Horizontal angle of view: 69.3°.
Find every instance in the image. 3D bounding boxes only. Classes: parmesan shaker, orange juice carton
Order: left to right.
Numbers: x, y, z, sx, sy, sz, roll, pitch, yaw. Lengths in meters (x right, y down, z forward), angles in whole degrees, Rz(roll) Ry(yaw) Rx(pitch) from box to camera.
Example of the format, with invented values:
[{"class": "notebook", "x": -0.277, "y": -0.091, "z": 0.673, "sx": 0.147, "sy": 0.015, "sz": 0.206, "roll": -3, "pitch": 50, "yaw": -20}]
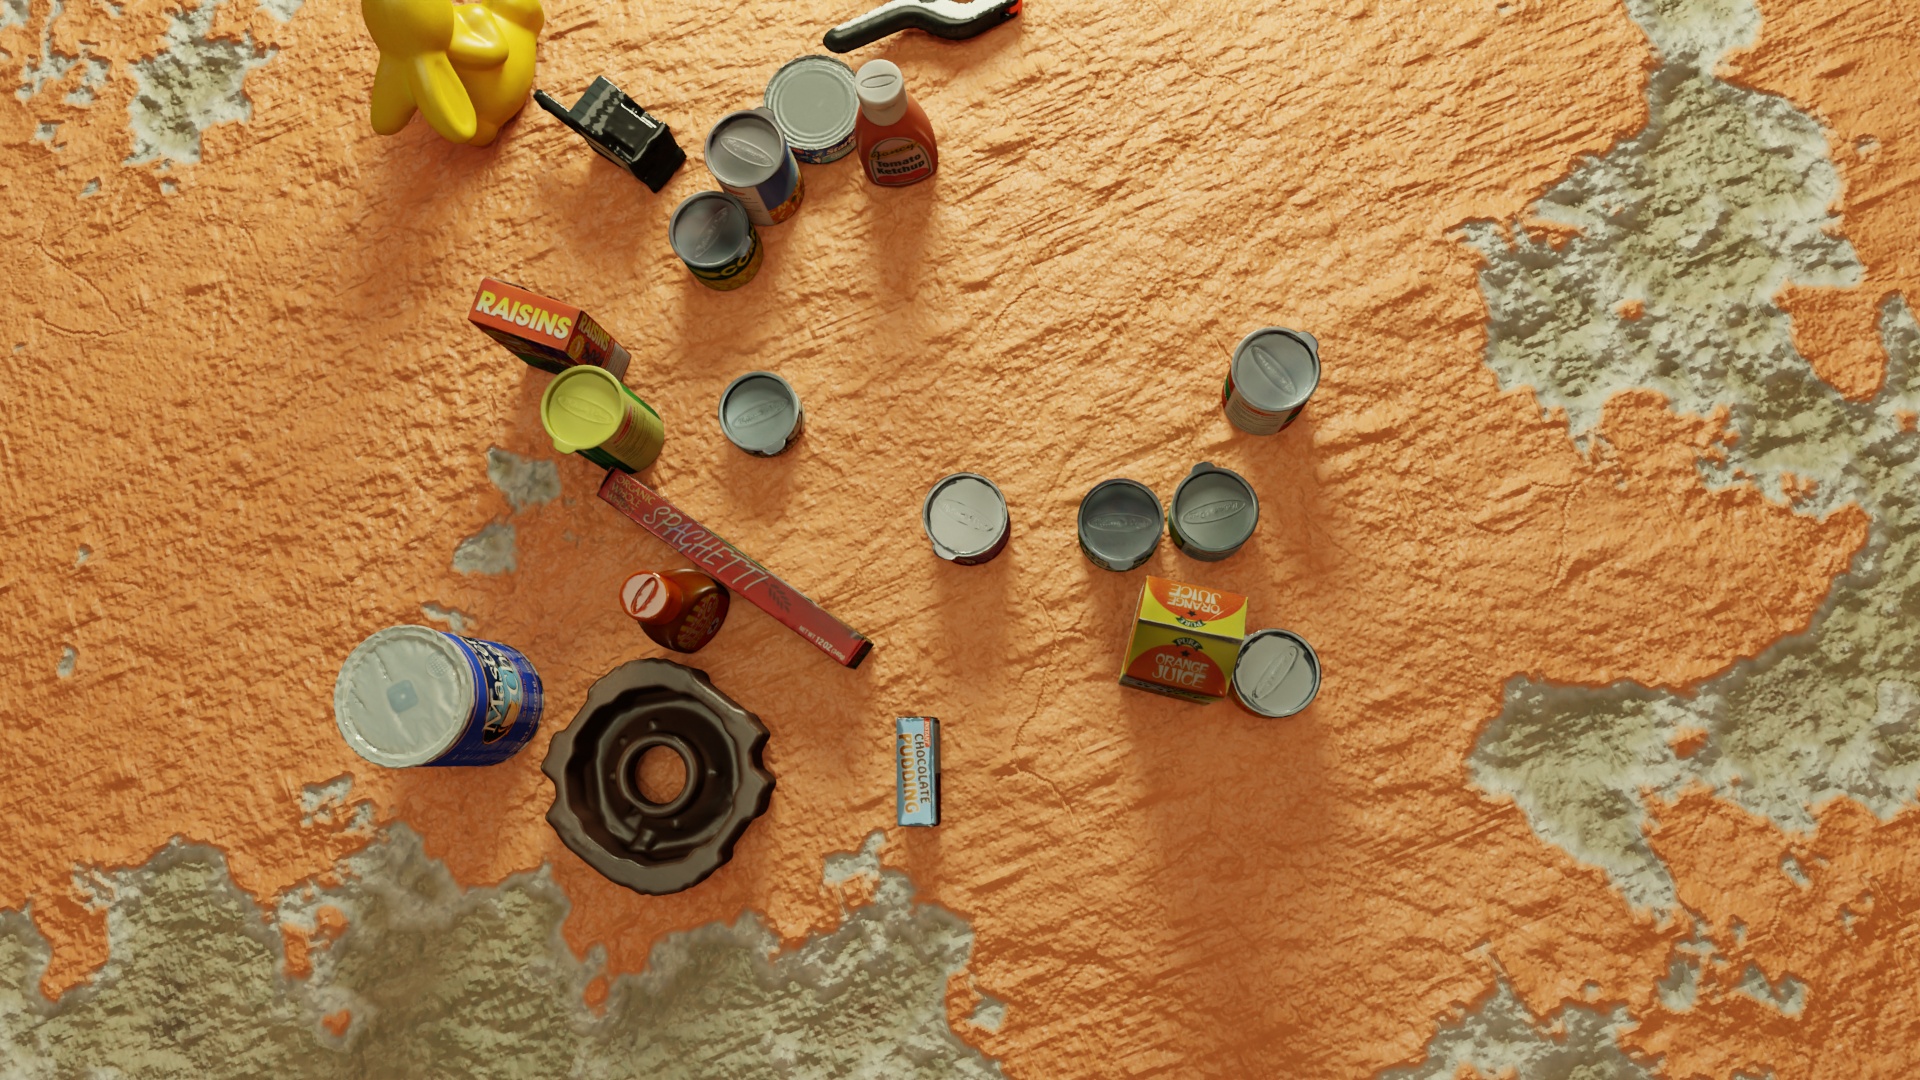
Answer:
[{"class": "parmesan shaker", "x": -0.284, "y": -0.091, "z": 1.104, "sx": 0.071, "sy": 0.103, "sz": 0.071, "roll": -1, "pitch": 81, "yaw": 5}, {"class": "orange juice carton", "x": 0.158, "y": 0.072, "z": 0.996, "sx": 0.072, "sy": 0.192, "sz": 0.073, "roll": 13, "pitch": 82, "yaw": 7}]

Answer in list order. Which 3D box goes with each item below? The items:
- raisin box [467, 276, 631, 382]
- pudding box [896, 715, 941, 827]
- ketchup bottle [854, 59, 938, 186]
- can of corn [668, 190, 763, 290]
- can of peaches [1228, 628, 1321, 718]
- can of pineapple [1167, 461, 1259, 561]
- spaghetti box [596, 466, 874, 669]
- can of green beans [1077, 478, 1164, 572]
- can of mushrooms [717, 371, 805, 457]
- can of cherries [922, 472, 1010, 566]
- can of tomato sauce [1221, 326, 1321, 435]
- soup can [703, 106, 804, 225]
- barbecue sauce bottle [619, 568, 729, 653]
[{"class": "raisin box", "x": -0.325, "y": -0.162, "z": 1.109, "sx": 0.086, "sy": 0.123, "sz": 0.040, "roll": 19, "pitch": 83, "yaw": 7}, {"class": "pudding box", "x": -0.032, "y": 0.177, "z": 1.066, "sx": 0.030, "sy": 0.049, "sz": 0.084, "roll": -2, "pitch": 80, "yaw": 4}, {"class": "ketchup bottle", "x": -0.055, "y": -0.330, "z": 1.103, "sx": 0.065, "sy": 0.148, "sz": 0.043, "roll": -10, "pitch": 80, "yaw": 3}, {"class": "can of corn", "x": -0.198, "y": -0.245, "z": 1.146, "sx": 0.071, "sy": 0.058, "sz": 0.071, "roll": -1, "pitch": 81, "yaw": 5}, {"class": "can of peaches", "x": 0.234, "y": 0.100, "z": 1.053, "sx": 0.071, "sy": 0.058, "sz": 0.071, "roll": -1, "pitch": 81, "yaw": 5}, {"class": "can of pineapple", "x": 0.195, "y": -0.021, "z": 1.077, "sx": 0.071, "sy": 0.058, "sz": 0.071, "roll": -1, "pitch": 81, "yaw": 5}, {"class": "spaghetti box", "x": -0.180, "y": 0.022, "z": 1.104, "sx": 0.250, "sy": 0.050, "sz": 0.029, "roll": 33, "pitch": 85, "yaw": 9}, {"class": "can of green beans", "x": 0.124, "y": -0.011, "z": 1.081, "sx": 0.071, "sy": 0.057, "sz": 0.071, "roll": -1, "pitch": 81, "yaw": 5}, {"class": "can of mushrooms", "x": -0.160, "y": -0.100, "z": 1.131, "sx": 0.071, "sy": 0.033, "sz": 0.071, "roll": -1, "pitch": 80, "yaw": 4}, {"class": "can of cherries", "x": 0.004, "y": -0.014, "z": 1.091, "sx": 0.071, "sy": 0.058, "sz": 0.071, "roll": -1, "pitch": 81, "yaw": 5}, {"class": "can of tomato sauce", "x": 0.240, "y": -0.124, "z": 1.078, "sx": 0.071, "sy": 0.083, "sz": 0.071, "roll": -1, "pitch": 81, "yaw": 5}, {"class": "soup can", "x": -0.166, "y": -0.307, "z": 1.141, "sx": 0.071, "sy": 0.083, "sz": 0.071, "roll": -1, "pitch": 81, "yaw": 5}, {"class": "barbecue sauce bottle", "x": -0.218, "y": 0.050, "z": 1.052, "sx": 0.044, "sy": 0.148, "sz": 0.065, "roll": 31, "pitch": 85, "yaw": 9}]
